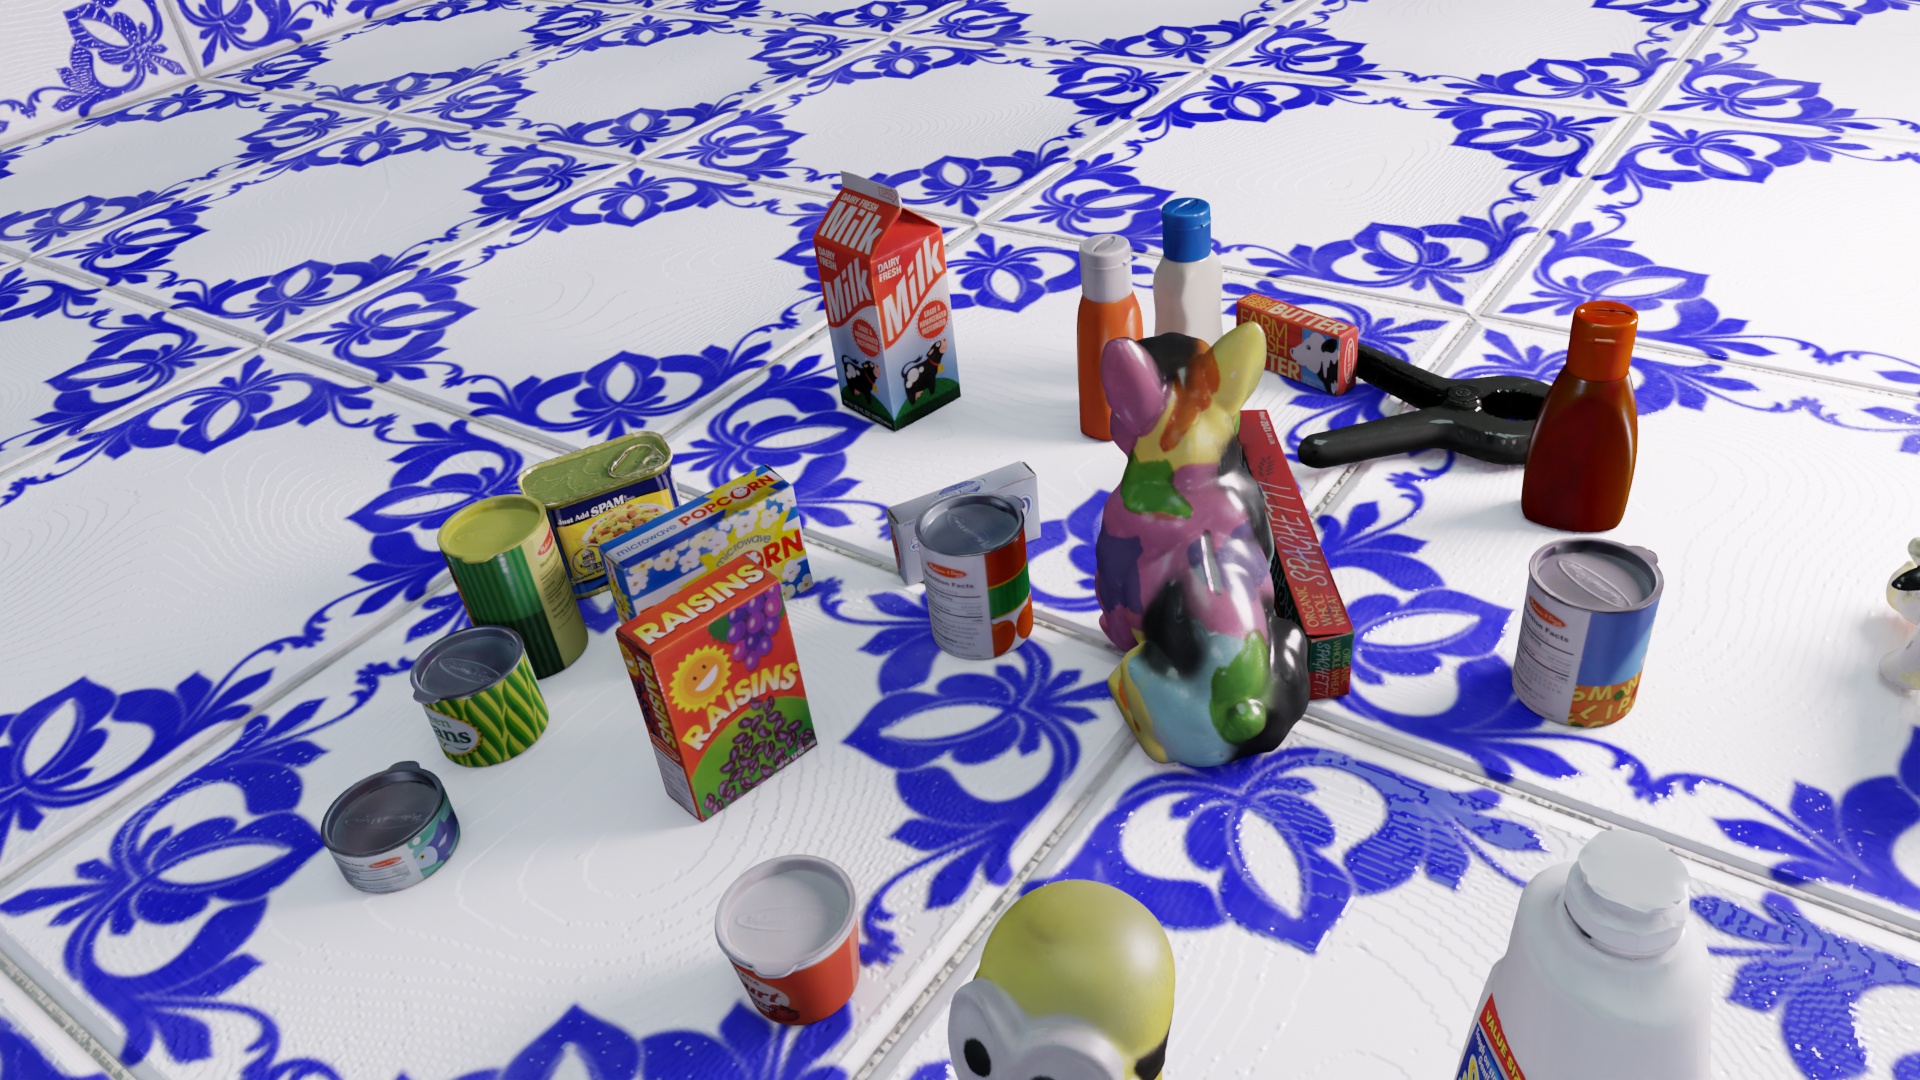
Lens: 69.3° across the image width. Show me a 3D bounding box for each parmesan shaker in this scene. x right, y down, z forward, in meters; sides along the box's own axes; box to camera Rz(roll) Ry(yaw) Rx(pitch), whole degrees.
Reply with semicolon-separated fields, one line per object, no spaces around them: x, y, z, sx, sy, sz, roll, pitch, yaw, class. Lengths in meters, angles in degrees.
-0.283;0.033;0.880;0.071;0.102;0.072;-5;35;4;parmesan shaker

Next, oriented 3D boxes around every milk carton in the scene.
-0.057;-0.189;1.073;0.074;0.189;0.072;-32;42;-30;milk carton

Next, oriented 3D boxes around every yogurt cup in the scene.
-0.079;0.193;0.664;0.072;0.053;0.073;-5;36;4;yogurt cup

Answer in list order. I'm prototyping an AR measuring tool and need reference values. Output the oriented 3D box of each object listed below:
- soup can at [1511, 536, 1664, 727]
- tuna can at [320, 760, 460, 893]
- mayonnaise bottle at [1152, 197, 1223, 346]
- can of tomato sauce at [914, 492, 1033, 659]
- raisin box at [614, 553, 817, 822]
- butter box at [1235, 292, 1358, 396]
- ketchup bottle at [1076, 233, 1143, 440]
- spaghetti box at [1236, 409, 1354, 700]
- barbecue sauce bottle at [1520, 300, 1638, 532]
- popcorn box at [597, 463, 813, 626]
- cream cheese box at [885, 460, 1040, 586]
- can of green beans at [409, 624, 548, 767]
0.344;0.050;0.761;0.071;0.083;0.072;-5;35;4;soup can
-0.315;0.159;0.771;0.071;0.032;0.071;-5;36;4;tuna can
0.174;-0.188;1.066;0.041;0.147;0.065;25;47;38;mayonnaise bottle
0.011;0.021;0.861;0.071;0.082;0.071;-5;35;4;can of tomato sauce
-0.132;0.082;0.768;0.086;0.122;0.040;-32;42;-30;raisin box
0.261;-0.155;1.086;0.024;0.052;0.104;-31;42;-29;butter box
0.111;-0.150;1.025;0.043;0.148;0.065;16;42;30;ketchup bottle
0.205;0.000;0.883;0.029;0.050;0.251;-6;36;3;spaghetti box
0.394;-0.076;0.872;0.065;0.147;0.044;7;38;20;barbecue sauce bottle
-0.162;0.017;0.896;0.127;0.084;0.038;-30;41;-28;popcorn box
0.003;-0.012;0.933;0.104;0.053;0.024;-20;37;-18;cream cheese box
-0.288;0.094;0.836;0.071;0.057;0.071;-5;36;4;can of green beans
